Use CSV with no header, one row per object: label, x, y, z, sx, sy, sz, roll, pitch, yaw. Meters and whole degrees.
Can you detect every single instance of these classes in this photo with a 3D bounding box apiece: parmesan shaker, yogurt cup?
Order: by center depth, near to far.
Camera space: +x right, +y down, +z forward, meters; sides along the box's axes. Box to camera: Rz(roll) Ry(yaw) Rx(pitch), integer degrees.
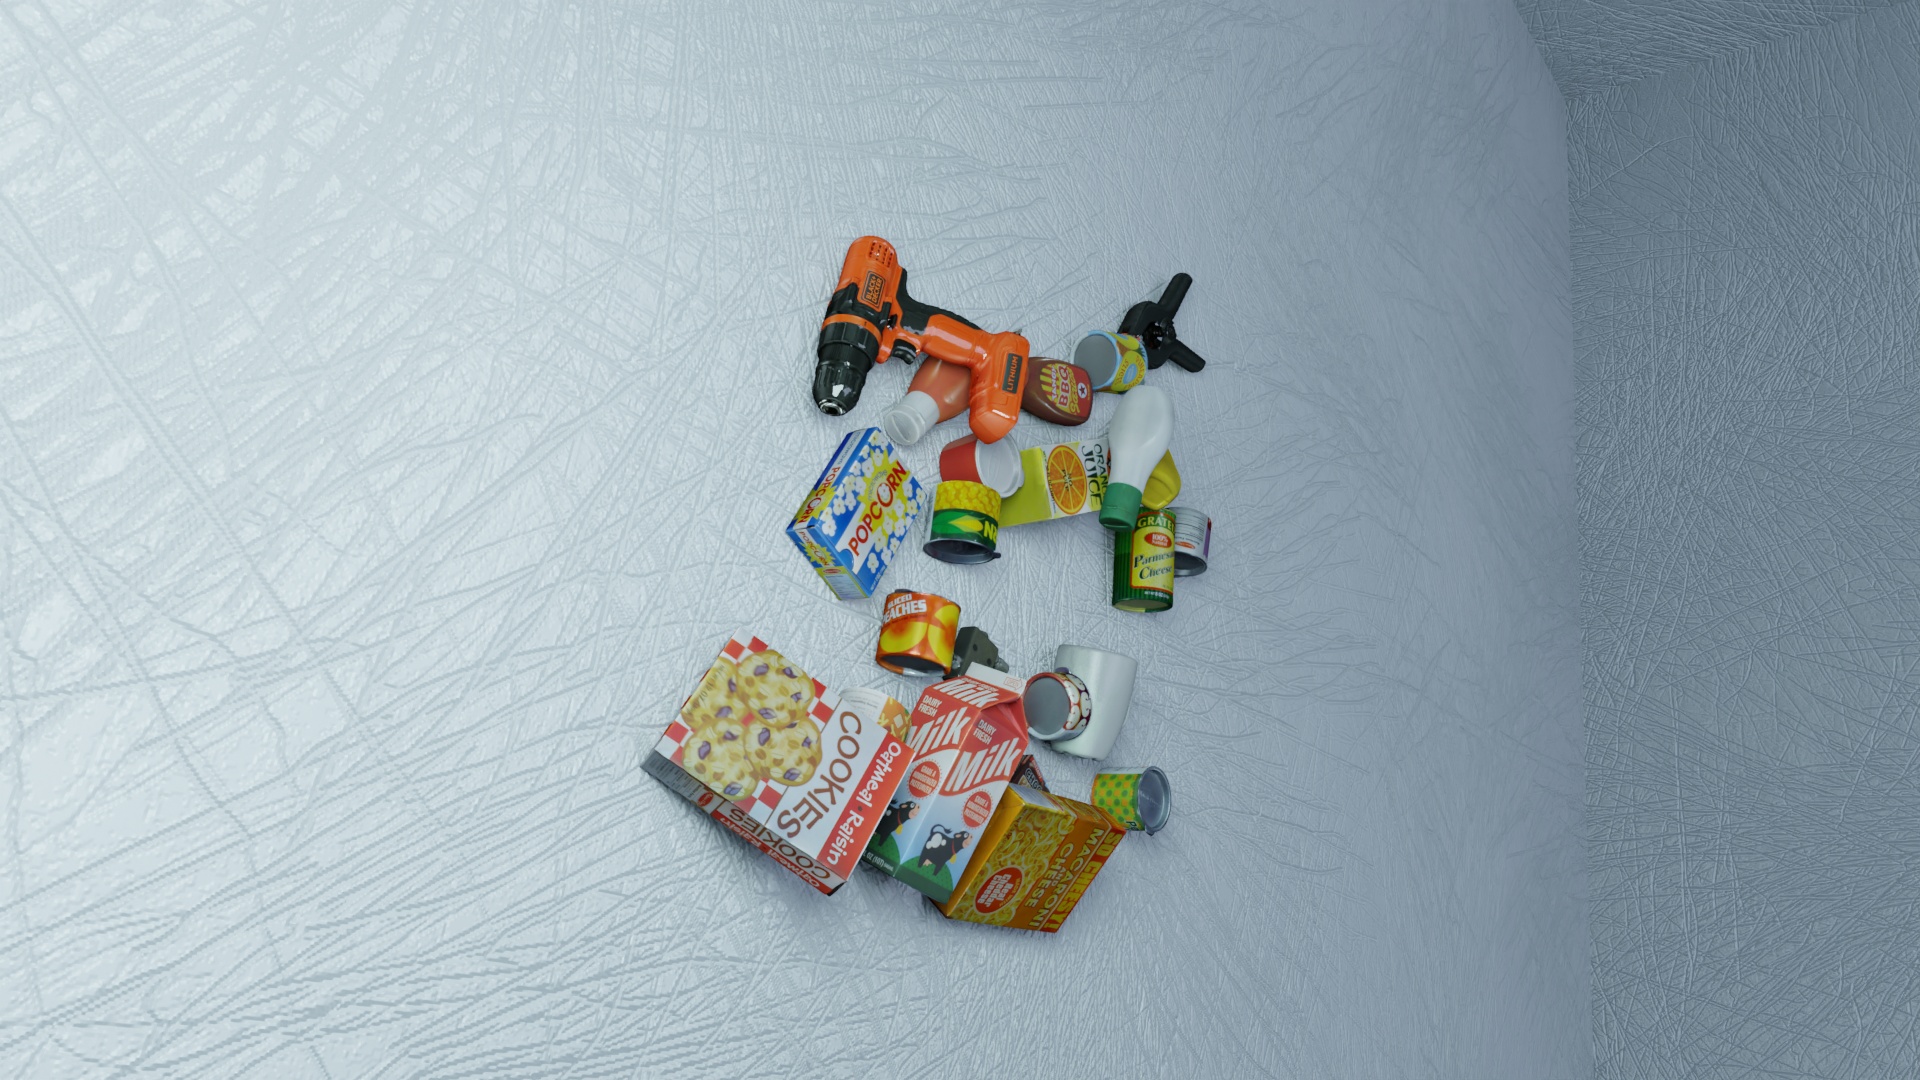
yogurt cup,0.017,-0.070,1.299,0.072,0.054,0.072,14,72,-50
parmesan shaker,0.201,0.022,1.503,0.071,0.071,0.103,22,66,-48

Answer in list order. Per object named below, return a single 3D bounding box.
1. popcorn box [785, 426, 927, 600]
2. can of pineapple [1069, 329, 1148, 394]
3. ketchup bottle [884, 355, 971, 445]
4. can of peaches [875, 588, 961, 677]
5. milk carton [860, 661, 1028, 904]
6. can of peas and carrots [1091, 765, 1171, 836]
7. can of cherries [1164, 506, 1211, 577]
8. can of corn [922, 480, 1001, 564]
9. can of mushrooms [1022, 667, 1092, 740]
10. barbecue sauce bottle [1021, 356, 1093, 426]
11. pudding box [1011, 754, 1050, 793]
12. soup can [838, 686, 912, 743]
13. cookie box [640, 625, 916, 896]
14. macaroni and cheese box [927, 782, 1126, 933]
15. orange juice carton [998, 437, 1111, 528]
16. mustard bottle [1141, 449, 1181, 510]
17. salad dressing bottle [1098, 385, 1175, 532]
popcorn box,-0.085,-0.024,1.173,0.085,0.038,0.127,55,44,-31
can of pineapple,0.160,-0.191,1.494,0.058,0.071,0.071,-1,84,-51
ketchup bottle,-0.017,-0.139,1.278,0.064,0.043,0.149,59,43,-18
can of peaches,-0.038,0.080,1.189,0.071,0.071,0.058,32,60,-45
milk carton,-0.011,0.192,1.150,0.073,0.072,0.191,39,73,-41
can of peas and carrots,0.175,0.268,1.429,0.071,0.058,0.071,12,74,-50
can of cherries,0.248,0.003,1.573,0.071,0.071,0.058,36,56,-43
can of corn,0.004,-0.016,1.259,0.071,0.071,0.058,29,61,-46
can of mushrooms,0.090,0.157,1.337,0.033,0.071,0.071,8,77,-50
barbecue sauce bottle,0.076,-0.157,1.401,0.148,0.043,0.065,10,76,-50
pudding box,0.062,0.250,1.312,0.050,0.030,0.083,-43,117,-48
soup can,-0.082,0.171,1.116,0.071,0.071,0.084,50,47,-34
cookie box,-0.130,0.161,1.021,0.167,0.040,0.123,37,50,-7
macaroni and cheese box,0.061,0.286,1.245,0.166,0.040,0.123,25,101,-48
orange juice carton,0.108,-0.060,1.398,0.193,0.073,0.071,-11,90,-53
mustard bottle,0.198,-0.097,1.514,0.065,0.048,0.161,38,25,-25
salad dressing bottle,0.171,-0.081,1.377,0.044,0.064,0.148,46,56,-51
